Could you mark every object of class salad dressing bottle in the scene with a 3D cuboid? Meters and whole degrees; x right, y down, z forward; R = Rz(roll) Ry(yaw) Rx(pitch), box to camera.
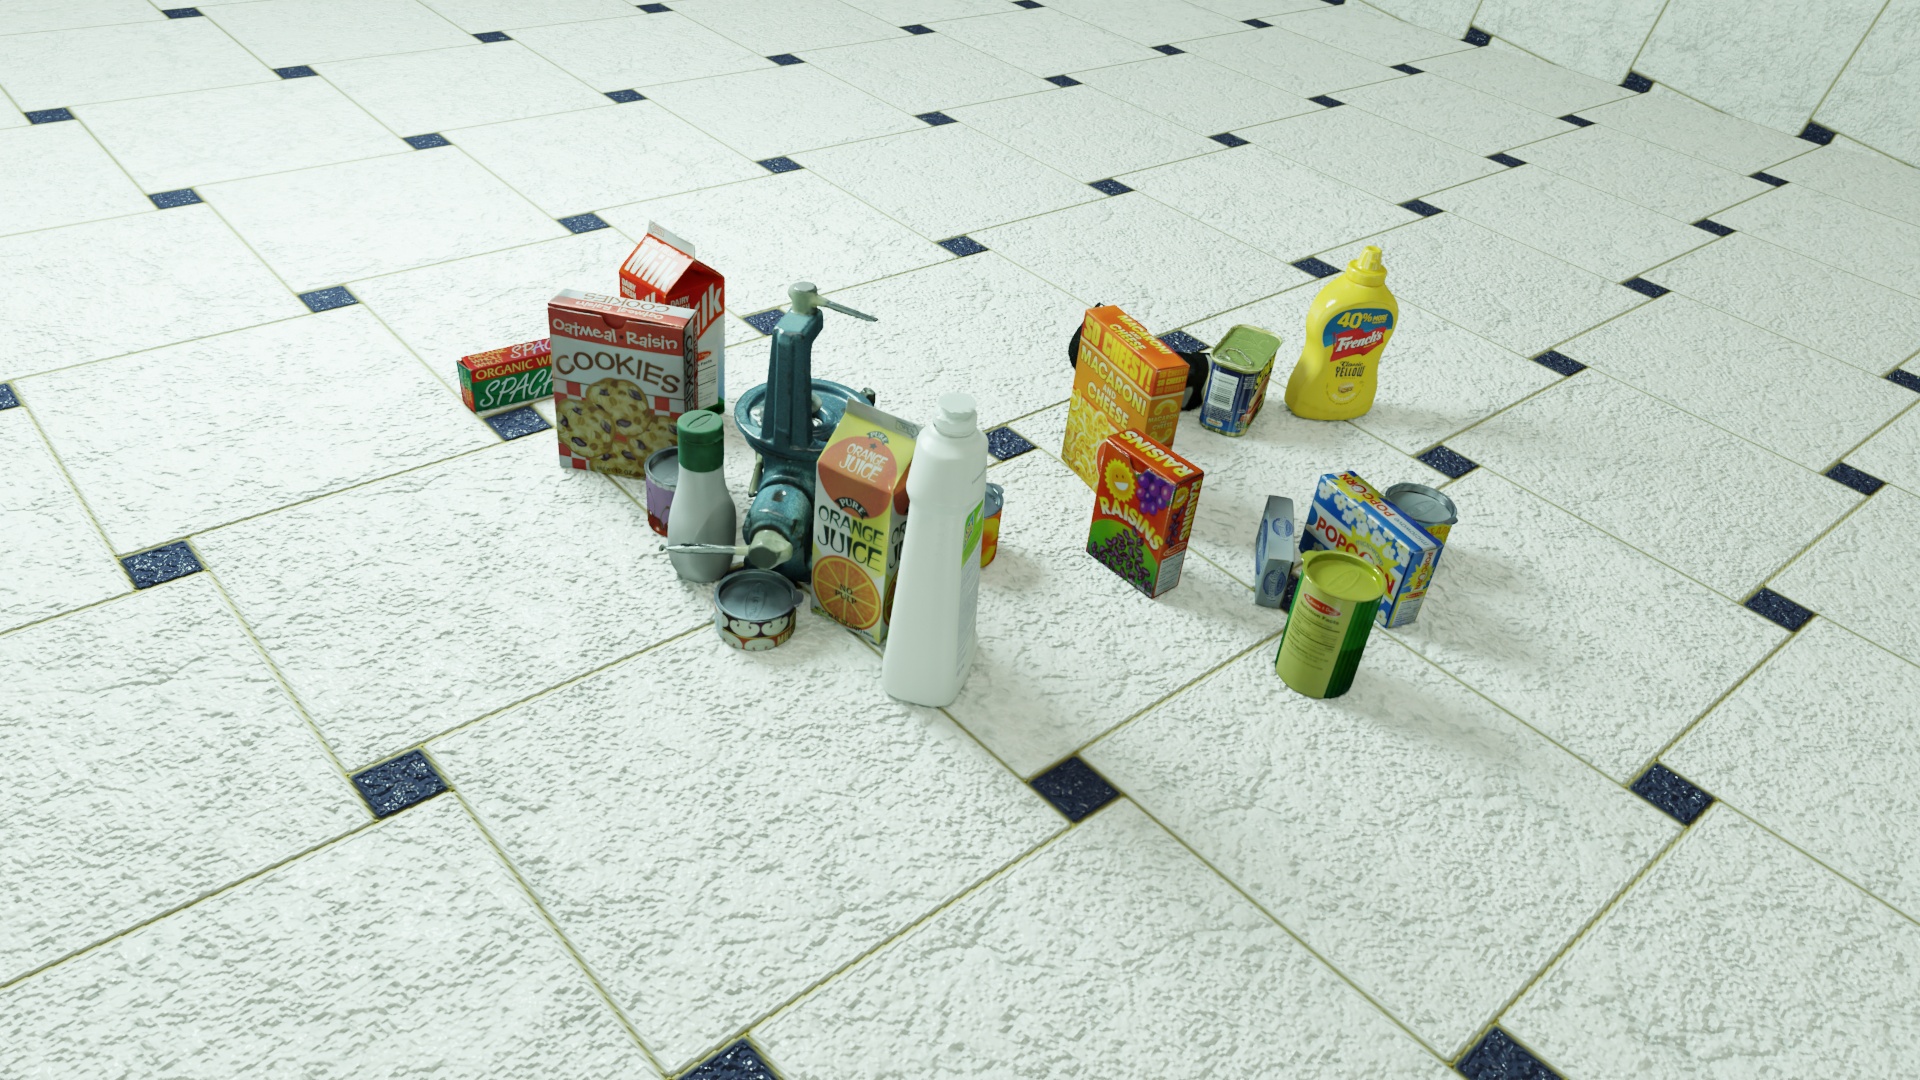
[{"bbox_3d":[-0.212,-0.035,1.137,0.044,0.146,0.064,24,39,23],"label":"salad dressing bottle"}]

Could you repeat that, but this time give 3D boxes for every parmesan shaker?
[{"bbox_3d":[0.295,0.067,1.123,0.071,0.102,0.072,5,35,-3],"label":"parmesan shaker"}]

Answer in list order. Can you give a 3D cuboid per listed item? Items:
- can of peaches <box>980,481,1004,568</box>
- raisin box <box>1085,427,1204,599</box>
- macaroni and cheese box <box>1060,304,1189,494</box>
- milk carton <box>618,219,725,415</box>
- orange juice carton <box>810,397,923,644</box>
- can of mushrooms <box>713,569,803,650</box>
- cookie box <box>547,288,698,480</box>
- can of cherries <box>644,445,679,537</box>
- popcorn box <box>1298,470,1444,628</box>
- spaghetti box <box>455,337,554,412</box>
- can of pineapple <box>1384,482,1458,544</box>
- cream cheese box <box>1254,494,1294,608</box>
[{"bbox_3d":[0.004,-0.015,1.224,0.071,0.057,0.071,5,35,-3],"label":"can of peaches"},{"bbox_3d":[0.158,-0.024,1.208,0.040,0.122,0.086,-21,44,-34],"label":"raisin box"},{"bbox_3d":[0.151,-0.119,1.302,0.040,0.165,0.124,-12,40,-25],"label":"macaroni and cheese box"},{"bbox_3d":[-0.274,-0.206,1.326,0.072,0.189,0.074,32,42,30],"label":"milk carton"},{"bbox_3d":[-0.067,-0.020,1.103,0.072,0.191,0.073,24,39,23],"label":"orange juice carton"},{"bbox_3d":[-0.162,0.056,1.116,0.071,0.033,0.071,5,35,-3],"label":"can of mushrooms"},{"bbox_3d":[-0.299,-0.134,1.242,0.123,0.166,0.040,10,35,4],"label":"cookie box"},{"bbox_3d":[-0.241,-0.041,1.215,0.071,0.058,0.072,5,35,-3],"label":"can of cherries"},{"bbox_3d":[0.363,0.006,1.235,0.038,0.084,0.127,-12,40,-25],"label":"popcorn box"},{"bbox_3d":[-0.377,-0.183,1.397,0.251,0.049,0.029,-20,44,-33],"label":"spaghetti box"},{"bbox_3d":[0.422,-0.011,1.293,0.071,0.057,0.071,5,35,-3],"label":"can of pineapple"},{"bbox_3d":[0.281,0.009,1.243,0.024,0.053,0.104,11,36,5],"label":"cream cheese box"}]
